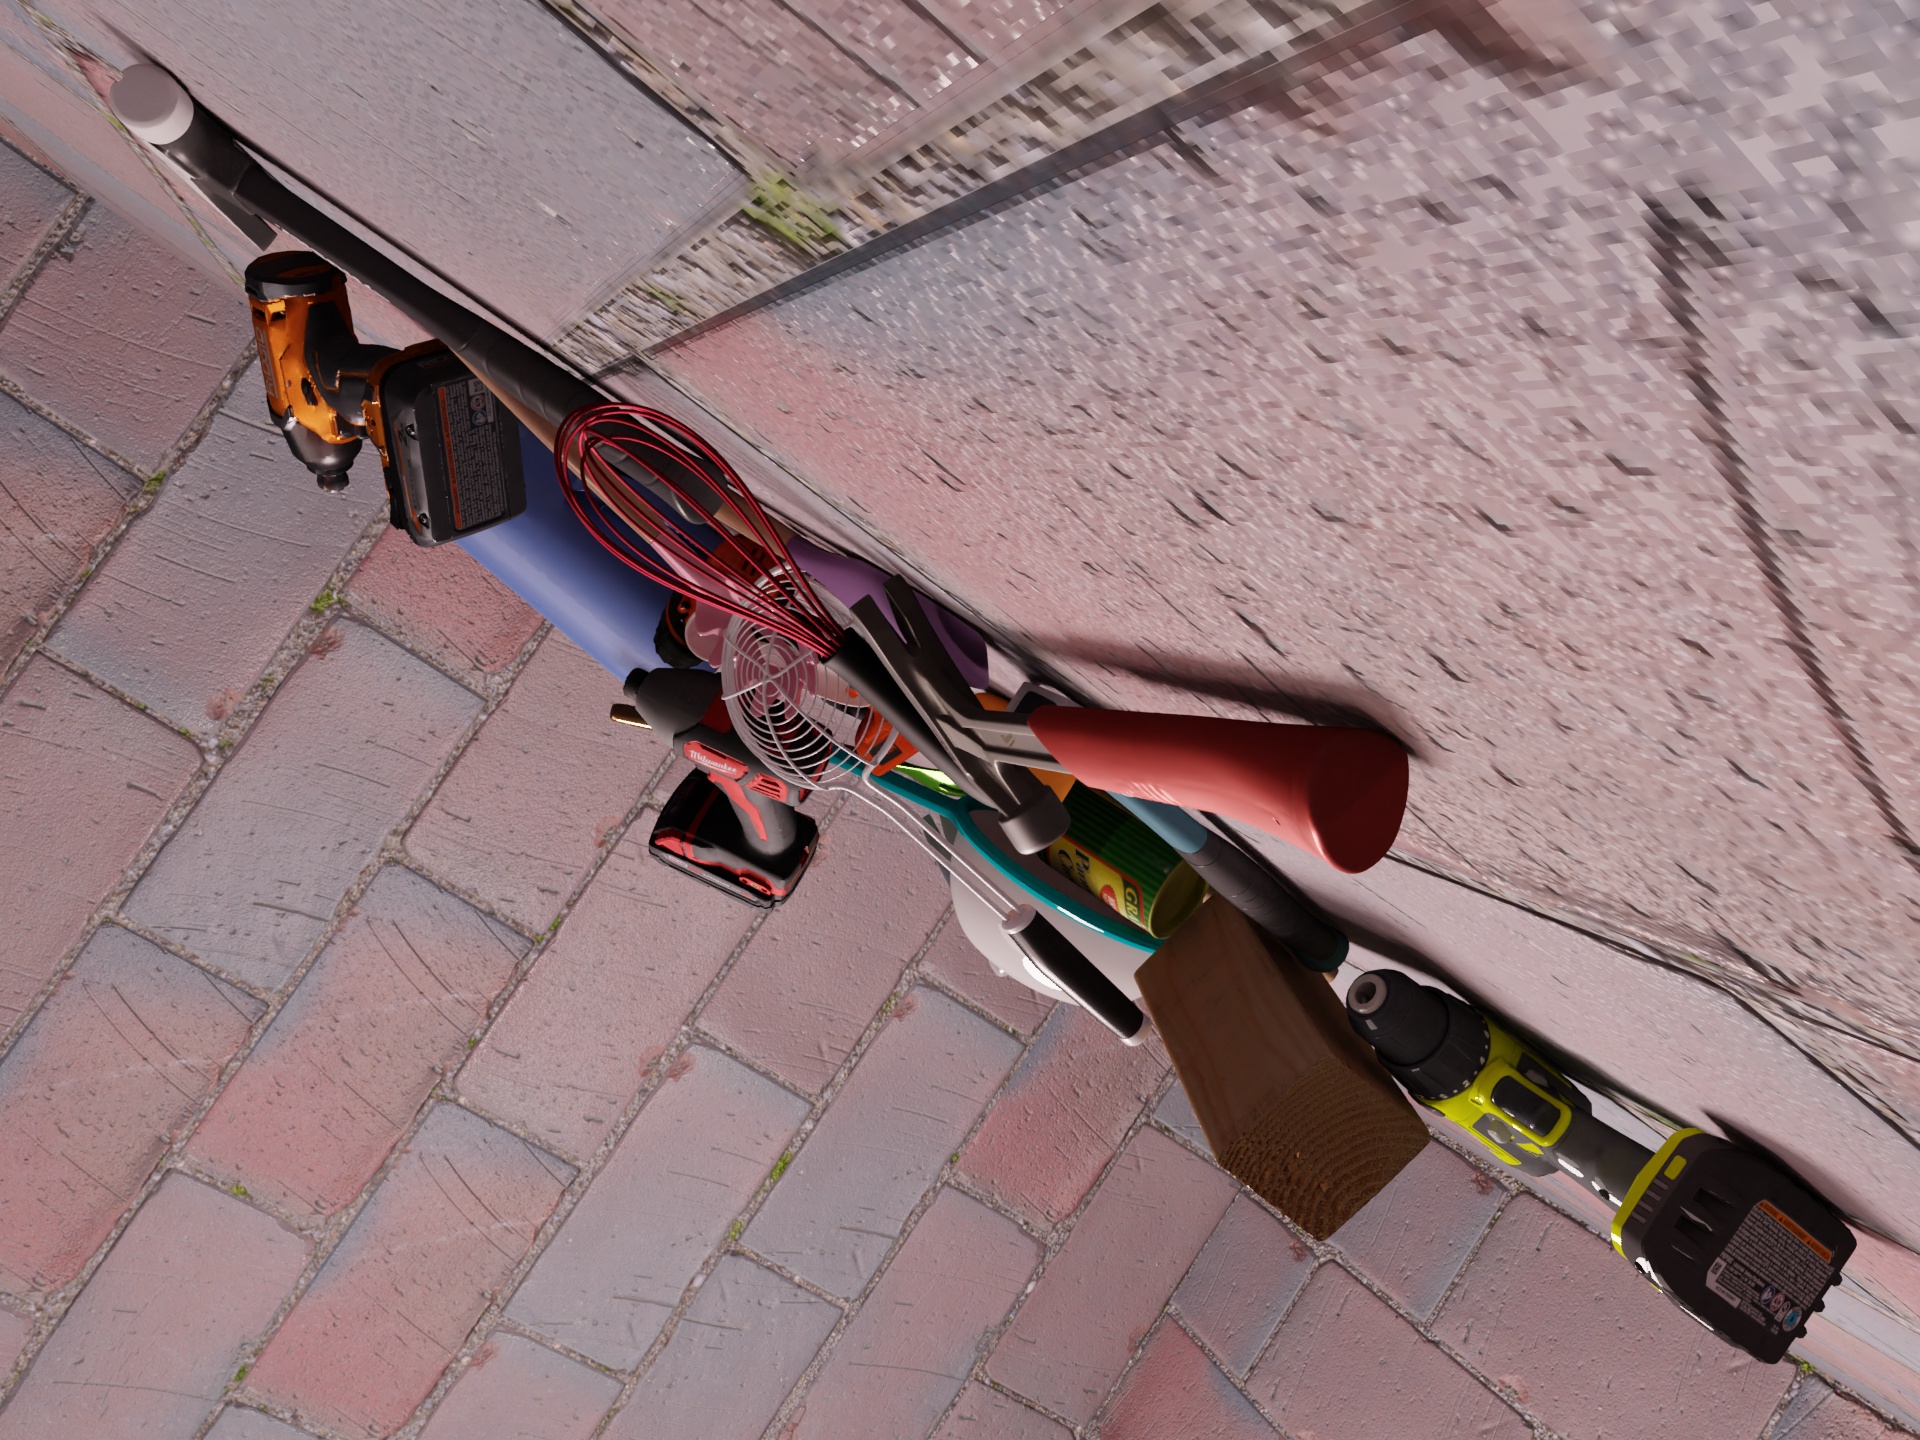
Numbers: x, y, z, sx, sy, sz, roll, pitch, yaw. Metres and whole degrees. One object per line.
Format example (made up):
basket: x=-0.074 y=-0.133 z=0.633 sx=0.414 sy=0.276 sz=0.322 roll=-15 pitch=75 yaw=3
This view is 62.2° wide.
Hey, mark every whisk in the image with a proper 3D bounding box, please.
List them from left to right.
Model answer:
whisk: x=-0.075 y=-0.050 z=0.779 sx=0.295 sy=0.073 sz=0.073 roll=40 pitch=174 yaw=-17

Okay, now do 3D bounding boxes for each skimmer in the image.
skimmer: x=0.001 y=0.059 z=0.937 sx=0.363 sy=0.127 sz=0.090 roll=45 pitch=-144 yaw=-25

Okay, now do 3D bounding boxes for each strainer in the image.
strainer: x=0.014 y=0.116 z=1.155 sx=0.340 sy=0.095 sz=0.211 roll=26 pitch=-168 yaw=-2

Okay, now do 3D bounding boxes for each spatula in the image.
spatula: x=-0.107 y=-0.102 z=0.844 sx=0.316 sy=0.018 sz=0.059 roll=34 pitch=152 yaw=24

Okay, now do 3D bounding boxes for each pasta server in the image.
pasta server: x=-0.198 y=-0.125 z=0.927 sx=0.316 sy=0.060 sz=0.040 roll=45 pitch=-156 yaw=-10

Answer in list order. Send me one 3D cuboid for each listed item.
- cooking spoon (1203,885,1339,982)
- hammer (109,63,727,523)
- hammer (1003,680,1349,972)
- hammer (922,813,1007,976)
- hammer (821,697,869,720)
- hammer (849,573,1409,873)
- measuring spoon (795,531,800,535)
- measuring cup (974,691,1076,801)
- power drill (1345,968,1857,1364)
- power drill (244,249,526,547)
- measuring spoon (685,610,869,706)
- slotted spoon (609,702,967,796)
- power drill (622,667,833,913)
cooking spoon: x=0.152 y=0.105 z=1.222 sx=0.319 sy=0.017 sz=0.068 roll=34 pitch=-178 yaw=8
hammer: x=-0.264 y=-0.205 z=0.821 sx=0.335 sy=0.035 sz=0.146 roll=34 pitch=175 yaw=-1
hammer: x=0.132 y=0.069 z=0.874 sx=0.128 sy=0.033 sz=0.330 roll=29 pitch=173 yaw=47
hammer: x=0.081 y=0.151 z=1.406 sx=0.143 sy=0.038 sz=0.386 roll=61 pitch=-163 yaw=18
hammer: x=-0.112 y=-0.029 z=1.235 sx=0.409 sy=0.149 sz=0.036 roll=23 pitch=128 yaw=41
hammer: x=0.051 y=0.004 z=0.610 sx=0.149 sy=0.037 sz=0.359 roll=55 pitch=167 yaw=-12
measuring spoon: x=-0.051 y=-0.073 z=0.838 sx=0.117 sy=0.011 sz=0.021 roll=30 pitch=144 yaw=24
measuring cup: x=-0.002 y=-0.003 z=0.968 sx=0.173 sy=0.052 sz=0.095 roll=38 pitch=175 yaw=-18
power drill: x=0.316 y=0.215 z=0.825 sx=0.190 sy=0.080 sz=0.229 roll=36 pitch=178 yaw=-30
power drill: x=-0.378 y=-0.196 z=1.034 sx=0.227 sy=0.084 sz=0.164 roll=31 pitch=133 yaw=32
measuring spoon: x=-0.110 y=-0.037 z=0.979 sx=0.124 sy=0.034 sz=0.018 roll=23 pitch=-165 yaw=-1
slotted spoon: x=-0.108 y=0.023 z=1.201 sx=0.313 sy=0.031 sz=0.070 roll=11 pitch=172 yaw=-21
power drill: x=-0.164 y=0.042 z=1.110 sx=0.143 sy=0.079 sz=0.219 roll=25 pitch=151 yaw=7
